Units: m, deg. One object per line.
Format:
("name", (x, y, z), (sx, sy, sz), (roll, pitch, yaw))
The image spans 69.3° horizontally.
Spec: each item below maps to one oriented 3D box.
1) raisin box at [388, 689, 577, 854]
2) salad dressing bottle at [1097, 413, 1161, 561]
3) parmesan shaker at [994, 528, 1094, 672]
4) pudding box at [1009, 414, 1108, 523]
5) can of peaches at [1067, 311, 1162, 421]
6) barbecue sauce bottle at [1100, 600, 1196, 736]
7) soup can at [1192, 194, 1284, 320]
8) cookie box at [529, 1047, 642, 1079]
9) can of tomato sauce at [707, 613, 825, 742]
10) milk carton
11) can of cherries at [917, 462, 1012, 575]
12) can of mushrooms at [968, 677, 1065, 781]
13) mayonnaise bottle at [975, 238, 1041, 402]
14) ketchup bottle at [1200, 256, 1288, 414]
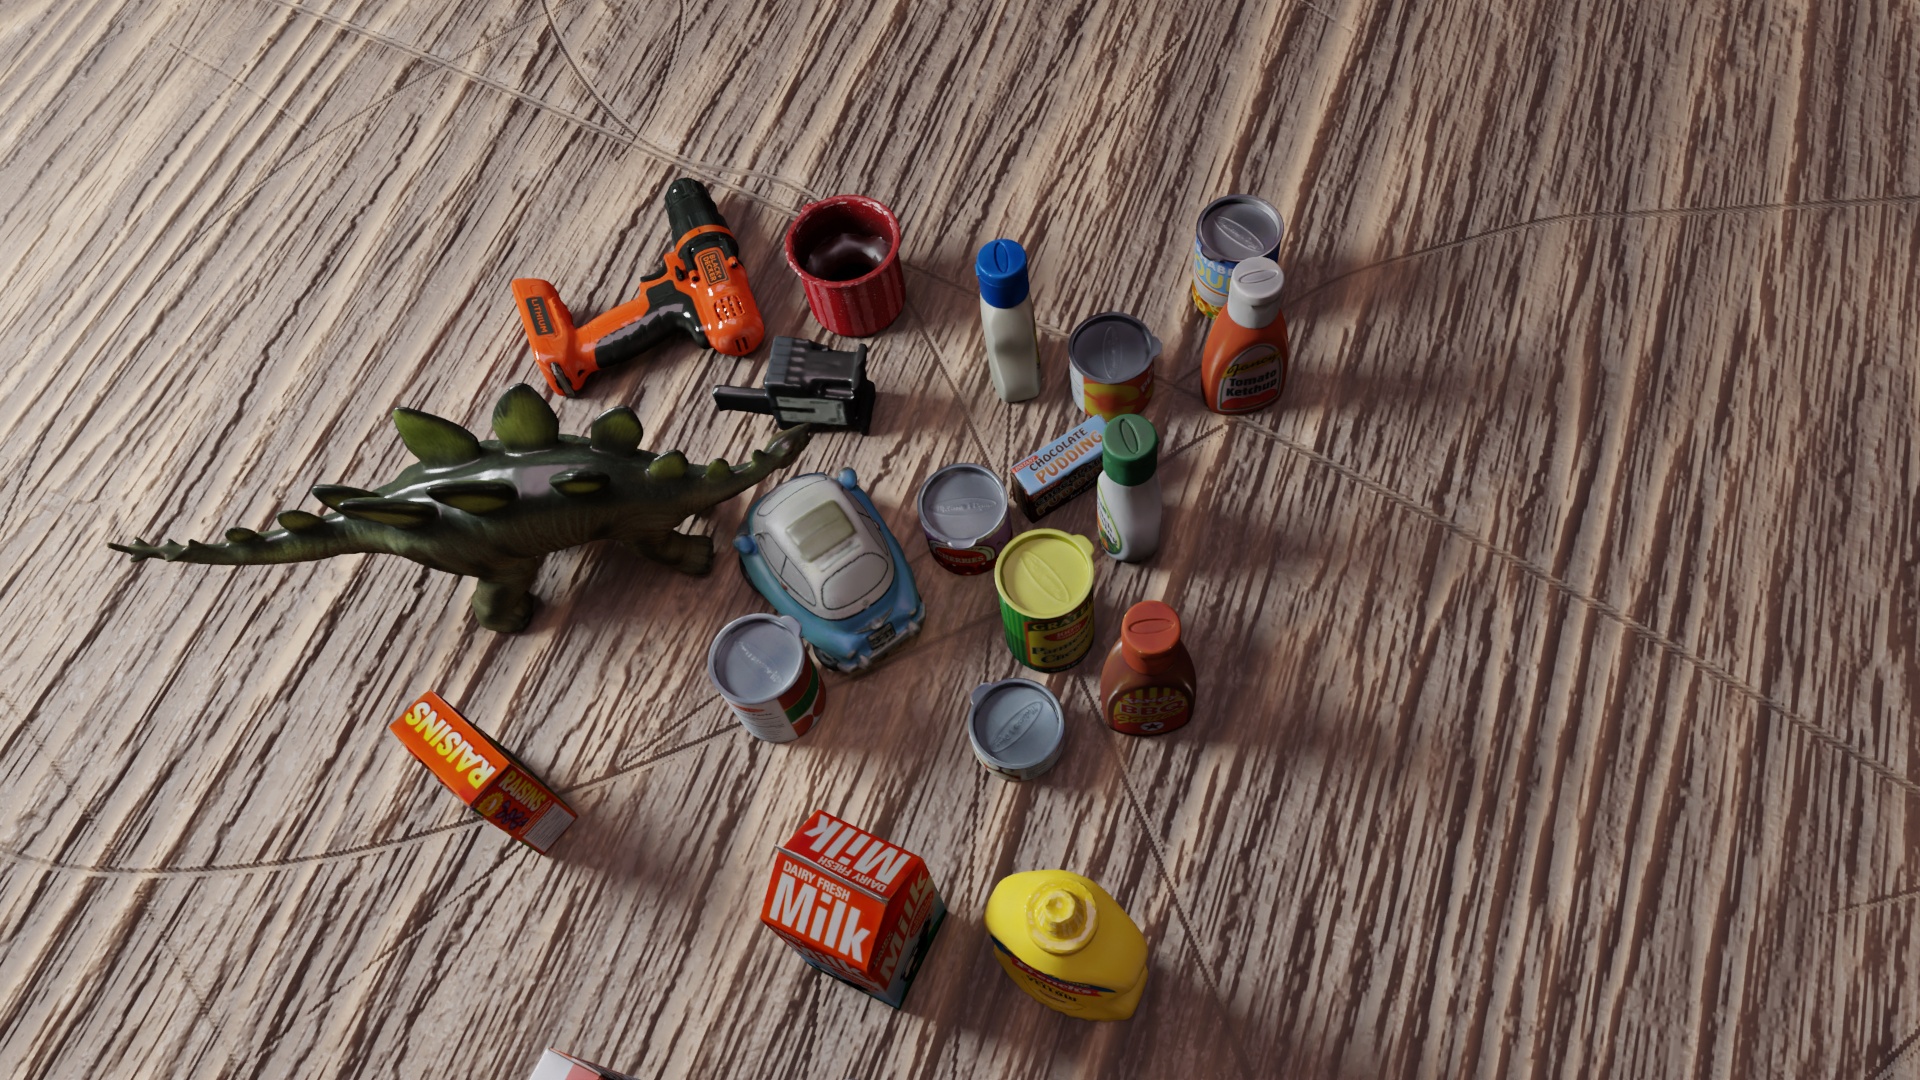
("raisin box", (-0.320, 0.158, 0.937), (0.086, 0.123, 0.040), (36, 72, 21))
("salad dressing bottle", (0.119, -0.036, 0.977), (0.044, 0.147, 0.064), (-15, 62, -1))
("parmesan shaker", (0.063, 0.043, 0.967), (0.071, 0.102, 0.071), (-3, 63, 5))
("pudding box", (0.079, -0.054, 1.046), (0.084, 0.049, 0.030), (-31, 64, -10))
("can of peaches", (0.120, -0.134, 1.078), (0.071, 0.057, 0.071), (-3, 62, 5))
("barbecue sauce bottle", (0.124, 0.085, 0.913), (0.065, 0.148, 0.044), (-6, 63, 4))
("soup can", (0.216, -0.220, 1.098), (0.071, 0.083, 0.071), (-3, 63, 5))
("cookie box", (-0.223, 0.366, 0.793), (0.040, 0.166, 0.123), (20, 67, 16))
("can of tomato sauce", (-0.132, 0.096, 0.972), (0.071, 0.082, 0.071), (-3, 63, 5))
("milk carton", (-0.063, 0.222, 0.838), (0.072, 0.189, 0.074), (21, 67, 16))
("can of cherries", (0.004, -0.013, 1.028), (0.071, 0.058, 0.072), (-3, 63, 5))
("can of mushrooms", (0.038, 0.130, 0.963), (0.071, 0.033, 0.071), (-3, 62, 5))
("mayonnaise bottle", (0.037, -0.168, 1.055), (0.041, 0.147, 0.065), (-9, 62, 2))
("ketchup bottle", (0.213, -0.150, 1.026), (0.065, 0.148, 0.044), (-13, 62, 0))
